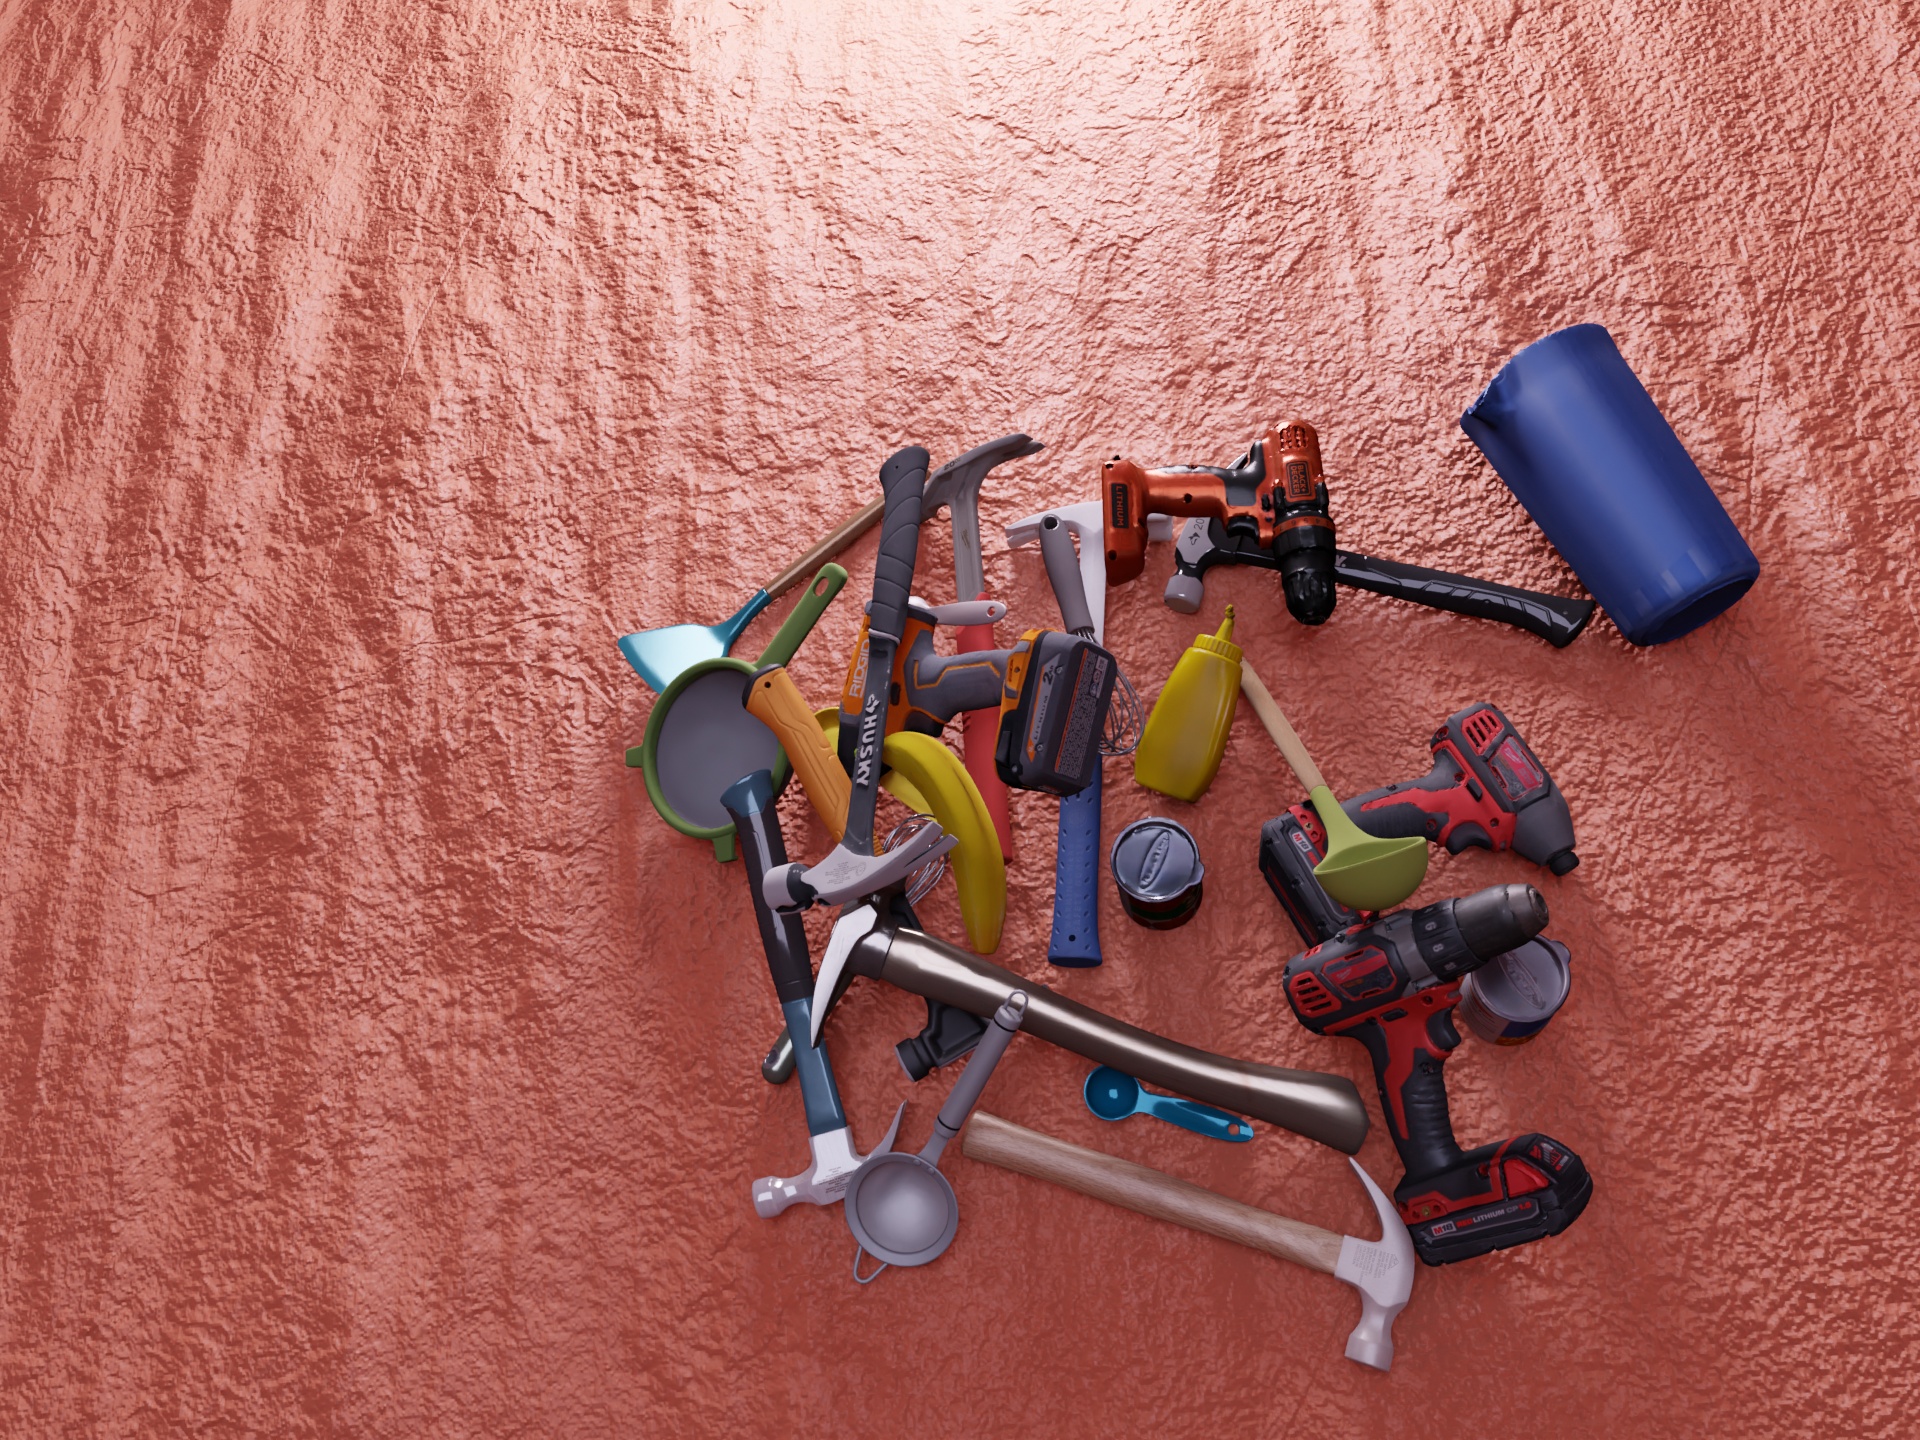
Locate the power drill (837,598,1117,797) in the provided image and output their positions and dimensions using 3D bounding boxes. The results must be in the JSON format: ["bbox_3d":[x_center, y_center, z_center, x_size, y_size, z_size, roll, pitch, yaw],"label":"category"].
[{"bbox_3d":[-0.002,-0.004,1.245,0.227,0.084,0.164,11,84,38],"label":"power drill"}]

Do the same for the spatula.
[{"bbox_3d":[-0.153,-0.132,1.406,0.317,0.044,0.082,-39,59,-8],"label":"spatula"}]

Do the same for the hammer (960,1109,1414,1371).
[{"bbox_3d":[0.159,0.345,1.145,0.331,0.031,0.130,15,71,17],"label":"hammer"}]

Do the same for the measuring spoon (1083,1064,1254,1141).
[{"bbox_3d":[0.154,0.290,1.182,0.128,0.021,0.042,16,70,7],"label":"measuring spoon"}]

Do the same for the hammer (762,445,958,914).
[{"bbox_3d":[-0.057,-0.050,1.213,0.149,0.036,0.409,-16,52,30],"label":"hammer"}]

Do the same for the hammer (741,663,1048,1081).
[{"bbox_3d":[-0.066,0.102,1.230,0.127,0.034,0.337,-30,84,-3],"label":"hammer"}]

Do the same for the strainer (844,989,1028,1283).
[{"bbox_3d":[-0.011,0.298,1.148,0.087,0.050,0.258,30,108,8],"label":"strainer"}]

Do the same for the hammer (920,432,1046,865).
[{"bbox_3d":[0.020,-0.058,1.320,0.149,0.036,0.359,-21,64,37],"label":"hammer"}]

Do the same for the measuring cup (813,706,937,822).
[{"bbox_3d":[-0.065,0.047,1.327,0.156,0.029,0.062,34,74,10],"label":"measuring cup"}]

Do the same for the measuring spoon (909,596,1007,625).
[{"bbox_3d":[-0.012,-0.090,1.321,0.124,0.018,0.034,1,78,42],"label":"measuring spoon"}]

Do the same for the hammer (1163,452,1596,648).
[{"bbox_3d":[0.347,-0.124,1.311,0.335,0.035,0.146,15,71,17],"label":"hammer"}]

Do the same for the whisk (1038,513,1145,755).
[{"bbox_3d":[0.101,-0.073,1.291,0.055,0.055,0.239,-16,61,4],"label":"whisk"}]

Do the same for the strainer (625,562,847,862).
[{"bbox_3d":[-0.158,-0.016,1.315,0.152,0.069,0.256,40,100,30],"label":"strainer"}]

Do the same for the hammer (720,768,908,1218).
[{"bbox_3d":[-0.129,0.201,1.219,0.128,0.033,0.331,-15,80,1],"label":"hammer"}]

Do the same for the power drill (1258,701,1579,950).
[{"bbox_3d":[0.347,0.091,1.197,0.219,0.078,0.143,-27,64,-5],"label":"power drill"}]

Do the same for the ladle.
[{"bbox_3d":[0.255,0.029,1.179,0.078,0.062,0.320,-18,36,-1],"label":"ladle"}]

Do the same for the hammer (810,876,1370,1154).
[{"bbox_3d":[0.093,0.238,1.163,0.410,0.038,0.146,20,84,6],"label":"hammer"}]

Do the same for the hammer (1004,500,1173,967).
[{"bbox_3d":[0.097,0.000,1.304,0.144,0.035,0.406,0,67,11],"label":"hammer"}]

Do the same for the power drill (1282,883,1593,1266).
[{"bbox_3d":[0.341,0.231,1.071,0.188,0.080,0.227,-30,77,32],"label":"power drill"}]

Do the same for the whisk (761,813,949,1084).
[{"bbox_3d":[-0.083,0.180,1.259,0.246,0.059,0.058,-57,32,-10],"label":"whisk"}]
